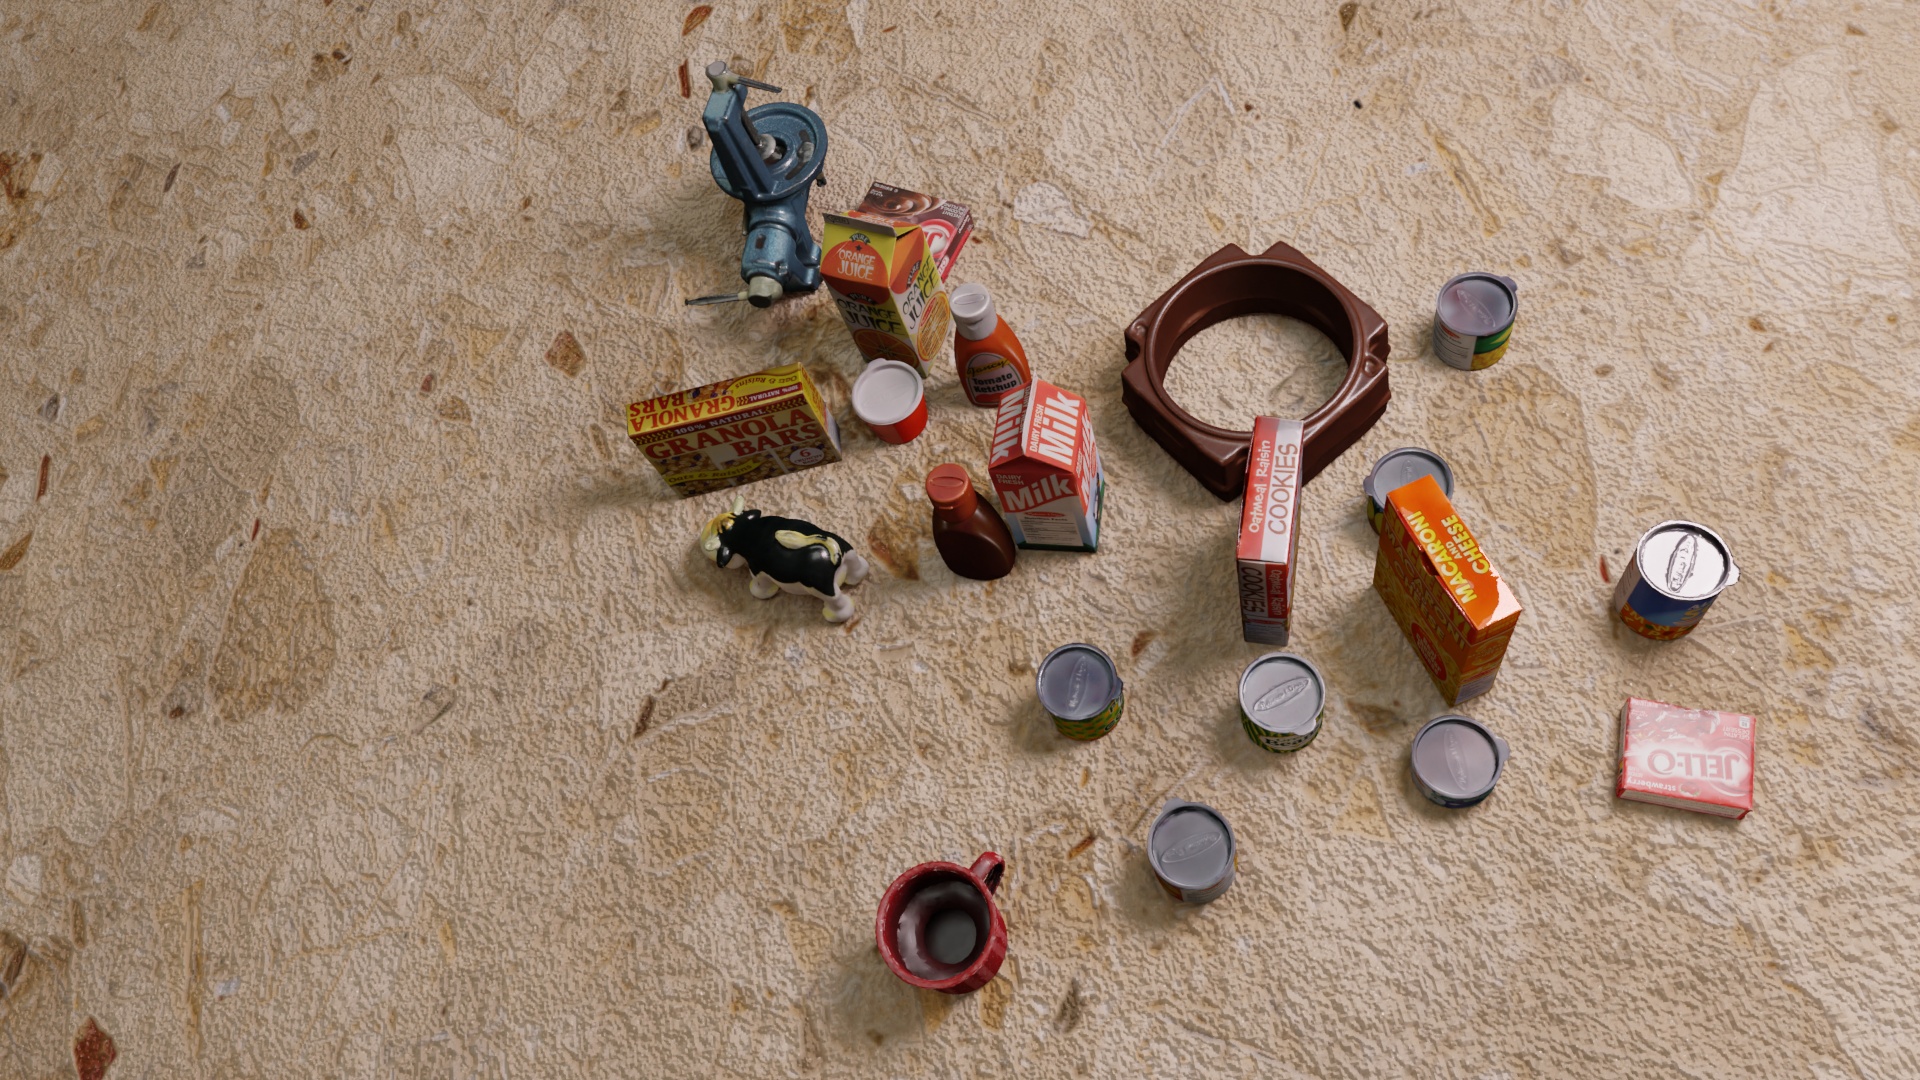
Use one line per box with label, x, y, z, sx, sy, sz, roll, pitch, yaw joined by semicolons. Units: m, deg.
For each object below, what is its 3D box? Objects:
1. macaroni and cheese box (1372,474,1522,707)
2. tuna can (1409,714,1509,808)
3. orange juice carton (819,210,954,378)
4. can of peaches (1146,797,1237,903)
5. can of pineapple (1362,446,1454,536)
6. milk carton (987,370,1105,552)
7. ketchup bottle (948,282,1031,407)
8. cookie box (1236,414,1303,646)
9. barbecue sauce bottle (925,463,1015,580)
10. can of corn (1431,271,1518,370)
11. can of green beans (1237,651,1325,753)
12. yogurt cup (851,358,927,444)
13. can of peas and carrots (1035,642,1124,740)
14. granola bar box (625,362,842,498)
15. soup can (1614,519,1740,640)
macaroni and cheese box;0.364;0.042;1.052;0.040;0.166;0.124;-25;62;1
tuna can;0.381;0.169;1.062;0.071;0.032;0.071;-5;63;11
orange juice carton;-0.069;-0.235;1.276;0.072;0.192;0.073;17;70;20
can of peaches;0.177;0.237;1.061;0.071;0.058;0.071;-5;63;11
can of pineapple;0.370;-0.036;1.151;0.071;0.057;0.071;-5;63;11
milk carton;0.072;-0.062;1.159;0.073;0.190;0.072;3;65;15
ketchup bottle;0.022;-0.175;1.250;0.065;0.148;0.044;-9;63;9
cookie box;0.246;-0.004;1.102;0.040;0.167;0.123;5;66;16
barbecue sauce bottle;0.004;-0.015;1.175;0.065;0.148;0.044;3;65;15
can of corn;0.449;-0.192;1.210;0.071;0.058;0.071;-5;63;11
can of green beans;0.254;0.129;1.097;0.071;0.057;0.071;-5;63;11
yogurt cup;-0.063;-0.126;1.299;0.072;0.053;0.072;-5;63;11
can of peas and carrots;0.101;0.124;1.134;0.071;0.058;0.071;-5;63;11
granola bar box;-0.205;-0.098;1.279;0.165;0.123;0.039;-13;62;7
soup can;0.546;0.033;1.062;0.071;0.083;0.071;-5;63;11
